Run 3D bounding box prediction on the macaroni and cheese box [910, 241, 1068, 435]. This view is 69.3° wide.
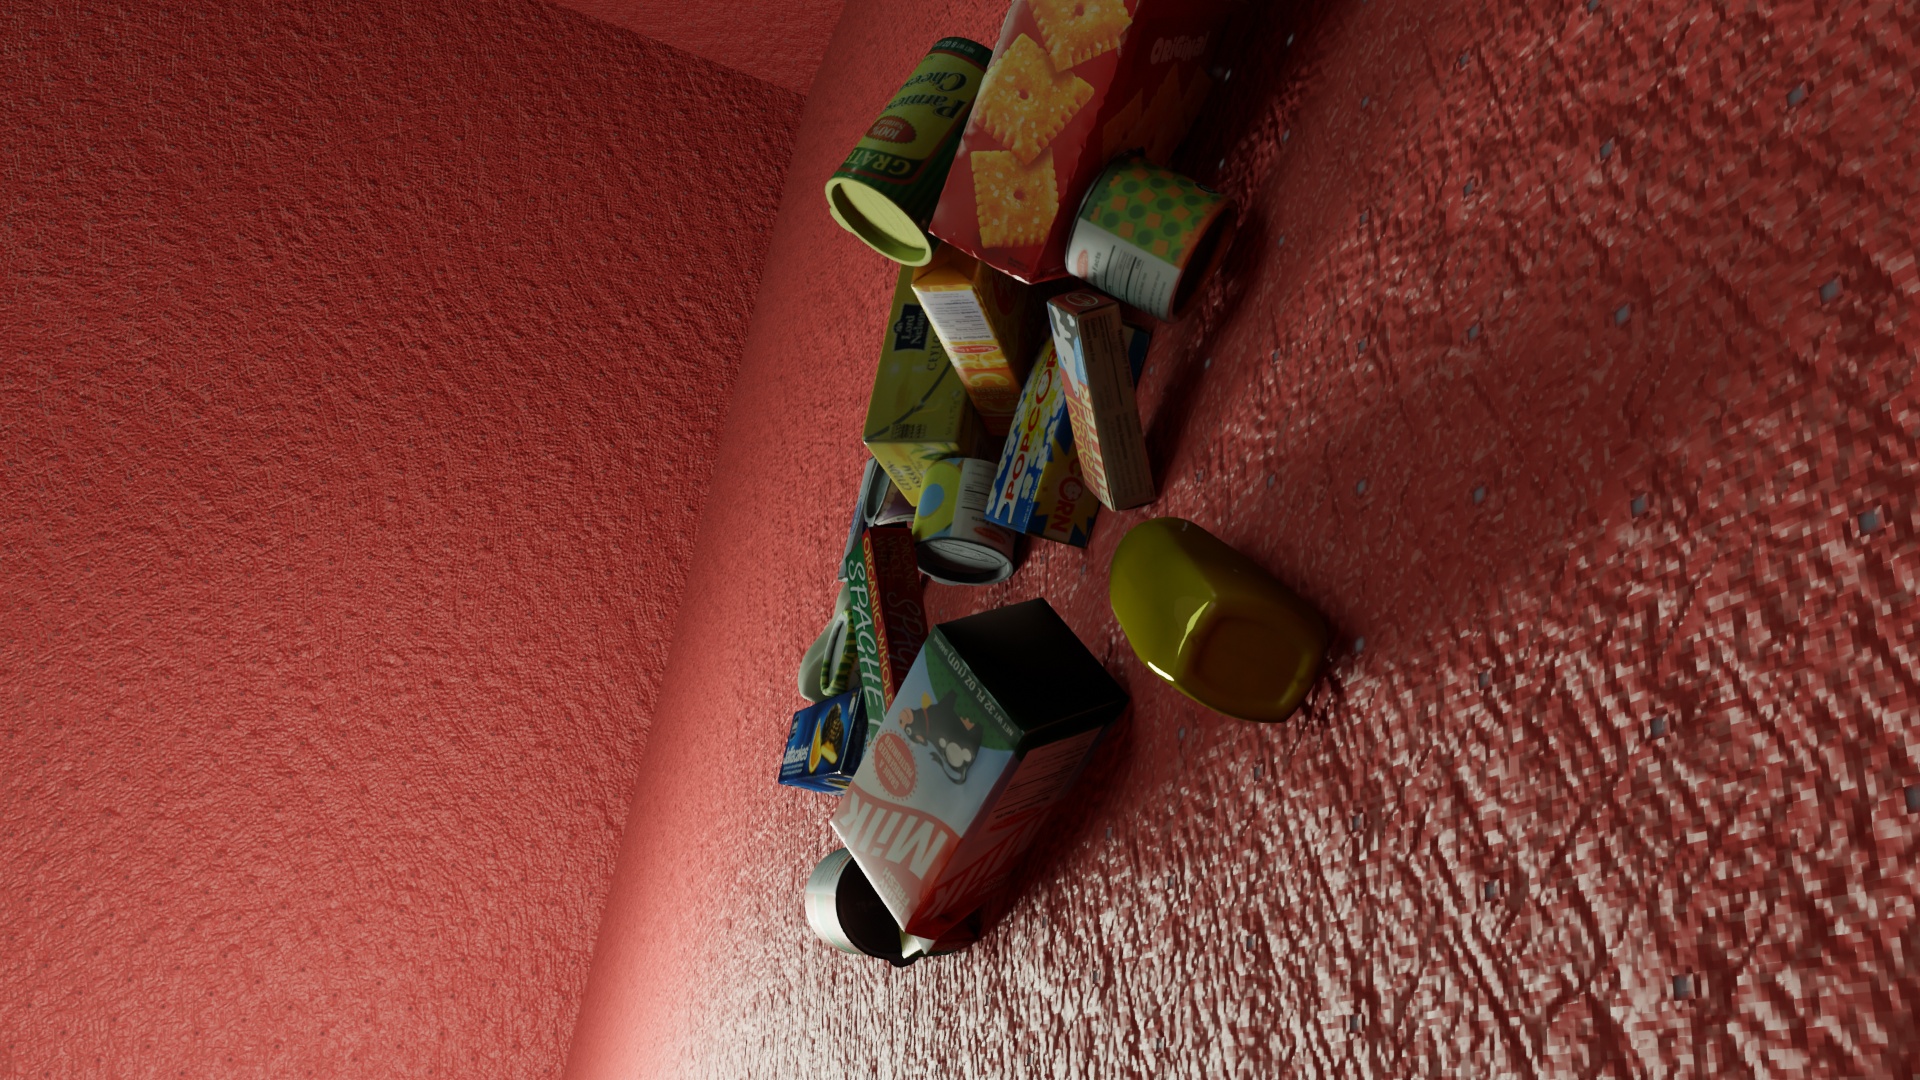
[{"bbox_3d":[0.024,-0.155,0.830,0.166,0.040,0.124,57,-141,-59],"label":"macaroni and cheese box"}]

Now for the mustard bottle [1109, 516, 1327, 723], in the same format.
[{"bbox_3d":[0.090,0.022,0.547,0.160,0.065,0.048,-113,47,-75],"label":"mustard bottle"}]

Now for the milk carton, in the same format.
[{"bbox_3d":[-0.002,0.124,0.687,0.072,0.074,0.189,48,129,29],"label":"milk carton"}]

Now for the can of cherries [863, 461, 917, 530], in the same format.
[{"bbox_3d":[-0.034,-0.035,1.039,0.071,0.058,0.071,-162,89,-74],"label":"can of cherries"}]

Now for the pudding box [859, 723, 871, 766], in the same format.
[{"bbox_3d":[-0.036,0.136,0.884,0.030,0.050,0.084,147,138,-65],"label":"pudding box"}]

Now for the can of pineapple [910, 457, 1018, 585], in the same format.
[{"bbox_3d":[0.003,-0.011,0.867,0.070,0.071,0.058,134,149,-60],"label":"can of pineapple"}]

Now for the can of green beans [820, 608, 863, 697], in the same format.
[{"bbox_3d":[-0.065,0.088,1.019,0.071,0.058,0.071,-162,89,-74],"label":"can of green beans"}]

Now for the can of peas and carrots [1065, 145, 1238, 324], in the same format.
[{"bbox_3d":[0.093,-0.147,0.667,0.071,0.059,0.070,-51,-18,-24],"label":"can of peas and carrots"}]

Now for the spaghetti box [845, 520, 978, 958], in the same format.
[{"bbox_3d":[-0.031,0.110,0.803,0.050,0.029,0.251,131,135,-55],"label":"spaghetti box"}]

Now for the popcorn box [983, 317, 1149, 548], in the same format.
[{"bbox_3d":[0.058,-0.064,0.785,0.085,0.038,0.126,-157,84,-73],"label":"popcorn box"}]

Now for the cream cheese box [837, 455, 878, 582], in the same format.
[{"bbox_3d":[-0.059,-0.011,1.108,0.024,0.053,0.104,158,127,-68],"label":"cream cheese box"}]

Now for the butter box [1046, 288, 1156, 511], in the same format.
[{"bbox_3d":[0.069,-0.069,0.684,0.053,0.024,0.103,-122,17,-69],"label":"butter box"}]

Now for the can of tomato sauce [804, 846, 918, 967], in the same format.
[{"bbox_3d":[-0.051,0.216,0.828,0.083,0.071,0.071,144,140,-66],"label":"can of tomato sauce"}]

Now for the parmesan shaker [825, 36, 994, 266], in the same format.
[{"bbox_3d":[-0.017,-0.206,0.734,0.103,0.071,0.071,-56,12,-14],"label":"parmesan shaker"}]

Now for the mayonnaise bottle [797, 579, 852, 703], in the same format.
[{"bbox_3d":[-0.071,0.061,1.068,0.147,0.065,0.041,-64,20,17],"label":"mayonnaise bottle"}]
